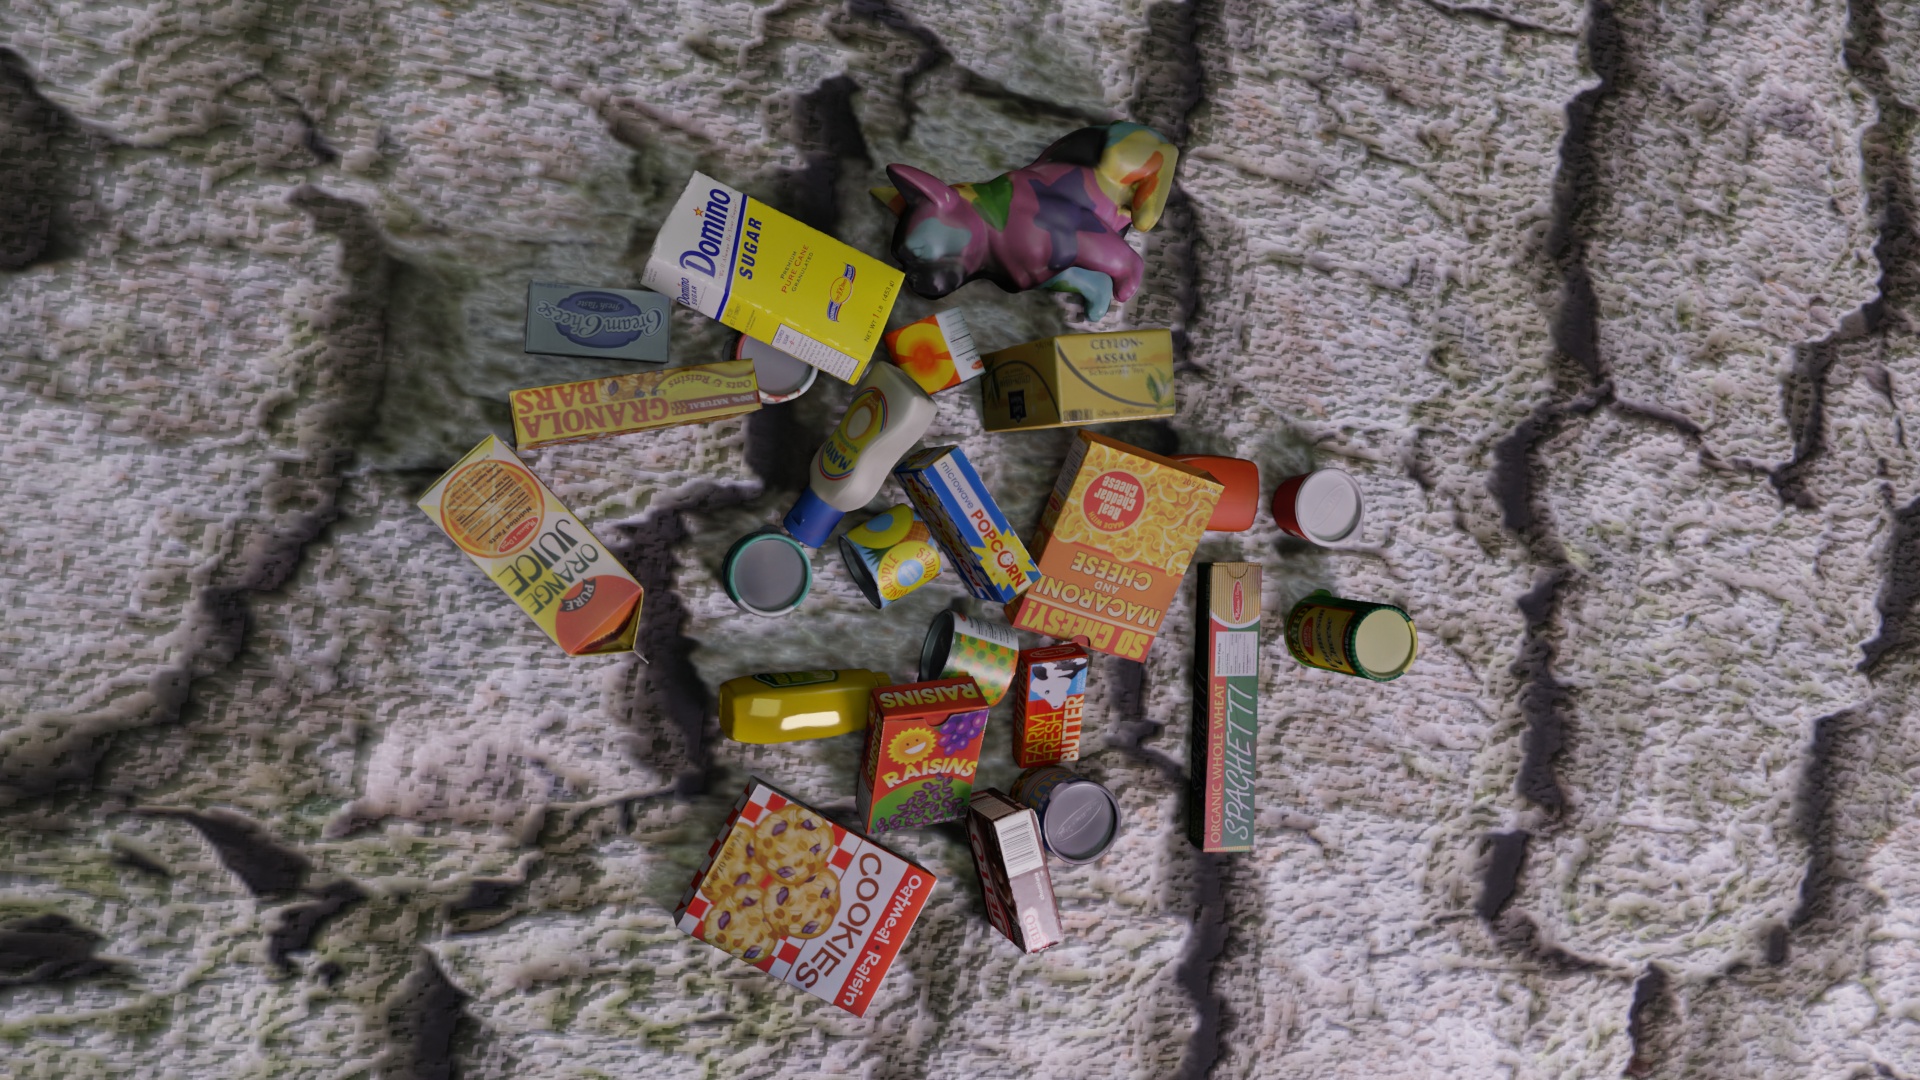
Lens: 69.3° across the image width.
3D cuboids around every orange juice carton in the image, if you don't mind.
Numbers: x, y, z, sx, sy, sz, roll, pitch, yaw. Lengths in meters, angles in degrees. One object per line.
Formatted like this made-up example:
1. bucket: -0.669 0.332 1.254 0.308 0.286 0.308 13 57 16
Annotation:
1. orange juice carton: -0.295 0.018 1.003 0.073 0.072 0.192 -45 103 -12

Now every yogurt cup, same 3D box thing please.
1. yogurt cup: 0.308 -0.029 1.208 0.072 0.054 0.072 0 91 -18

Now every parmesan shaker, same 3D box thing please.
1. parmesan shaker: 0.334 0.080 1.193 0.071 0.103 0.071 0 92 -18

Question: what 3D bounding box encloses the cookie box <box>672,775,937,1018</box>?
1. cookie box: -0.119 0.278 1.083 0.167 0.040 0.123 31 82 -15

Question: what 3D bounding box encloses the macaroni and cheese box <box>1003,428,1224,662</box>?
1. macaroni and cheese box: 0.123 0.007 1.128 0.124 0.040 0.166 17 106 -18

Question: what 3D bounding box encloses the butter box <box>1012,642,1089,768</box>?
1. butter box: 0.072 0.136 1.131 0.053 0.024 0.103 -6 116 -18

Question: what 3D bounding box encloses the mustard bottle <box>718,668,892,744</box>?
1. mustard bottle: -0.104 0.125 1.075 0.160 0.065 0.048 -3 99 -25

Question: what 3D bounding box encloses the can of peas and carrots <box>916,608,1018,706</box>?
1. can of peas and carrots: 0.005 0.096 1.107 0.059 0.071 0.071 18 86 -18

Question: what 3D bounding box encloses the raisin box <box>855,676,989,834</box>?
1. raisin box: -0.032 0.167 1.075 0.086 0.040 0.122 -4 126 -20

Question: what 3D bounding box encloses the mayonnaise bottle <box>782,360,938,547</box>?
1. mayonnaise bottle: -0.081 -0.062 1.062 0.041 0.065 0.147 21 110 -50

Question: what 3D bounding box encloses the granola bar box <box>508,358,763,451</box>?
1. granola bar box: -0.235 -0.097 0.992 0.166 0.124 0.039 -11 95 -18

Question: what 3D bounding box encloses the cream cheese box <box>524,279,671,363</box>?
1. cream cheese box: -0.269 -0.162 1.032 0.104 0.024 0.053 2 91 -18

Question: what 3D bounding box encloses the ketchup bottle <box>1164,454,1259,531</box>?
1. ketchup bottle: 0.177 -0.043 1.170 0.149 0.043 0.064 4 92 -18

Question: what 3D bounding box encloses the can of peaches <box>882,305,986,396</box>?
1. can of peaches: -0.023 -0.146 1.093 0.071 0.071 0.058 -25 99 -16

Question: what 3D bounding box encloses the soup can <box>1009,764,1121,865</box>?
1. soup can: 0.082 0.217 1.124 0.071 0.083 0.071 0 91 -18

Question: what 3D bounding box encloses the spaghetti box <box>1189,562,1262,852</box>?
1. spaghetti box: 0.229 0.143 1.199 0.050 0.028 0.250 2 91 -18

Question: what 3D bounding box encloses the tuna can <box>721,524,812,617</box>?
1. tuna can: -0.149 0.023 1.071 0.071 0.033 0.071 -1 92 -18

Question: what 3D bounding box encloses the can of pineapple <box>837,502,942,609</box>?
1. can of pineapple: -0.054 0.012 1.083 0.058 0.071 0.071 -29 100 -15

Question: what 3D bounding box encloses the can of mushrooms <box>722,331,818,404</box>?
1. can of mushrooms: -0.145 -0.139 1.069 0.071 0.033 0.071 -1 92 -18

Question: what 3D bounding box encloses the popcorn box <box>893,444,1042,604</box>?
1. popcorn box: 0.004 -0.014 1.093 0.038 0.085 0.126 -36 101 -15
